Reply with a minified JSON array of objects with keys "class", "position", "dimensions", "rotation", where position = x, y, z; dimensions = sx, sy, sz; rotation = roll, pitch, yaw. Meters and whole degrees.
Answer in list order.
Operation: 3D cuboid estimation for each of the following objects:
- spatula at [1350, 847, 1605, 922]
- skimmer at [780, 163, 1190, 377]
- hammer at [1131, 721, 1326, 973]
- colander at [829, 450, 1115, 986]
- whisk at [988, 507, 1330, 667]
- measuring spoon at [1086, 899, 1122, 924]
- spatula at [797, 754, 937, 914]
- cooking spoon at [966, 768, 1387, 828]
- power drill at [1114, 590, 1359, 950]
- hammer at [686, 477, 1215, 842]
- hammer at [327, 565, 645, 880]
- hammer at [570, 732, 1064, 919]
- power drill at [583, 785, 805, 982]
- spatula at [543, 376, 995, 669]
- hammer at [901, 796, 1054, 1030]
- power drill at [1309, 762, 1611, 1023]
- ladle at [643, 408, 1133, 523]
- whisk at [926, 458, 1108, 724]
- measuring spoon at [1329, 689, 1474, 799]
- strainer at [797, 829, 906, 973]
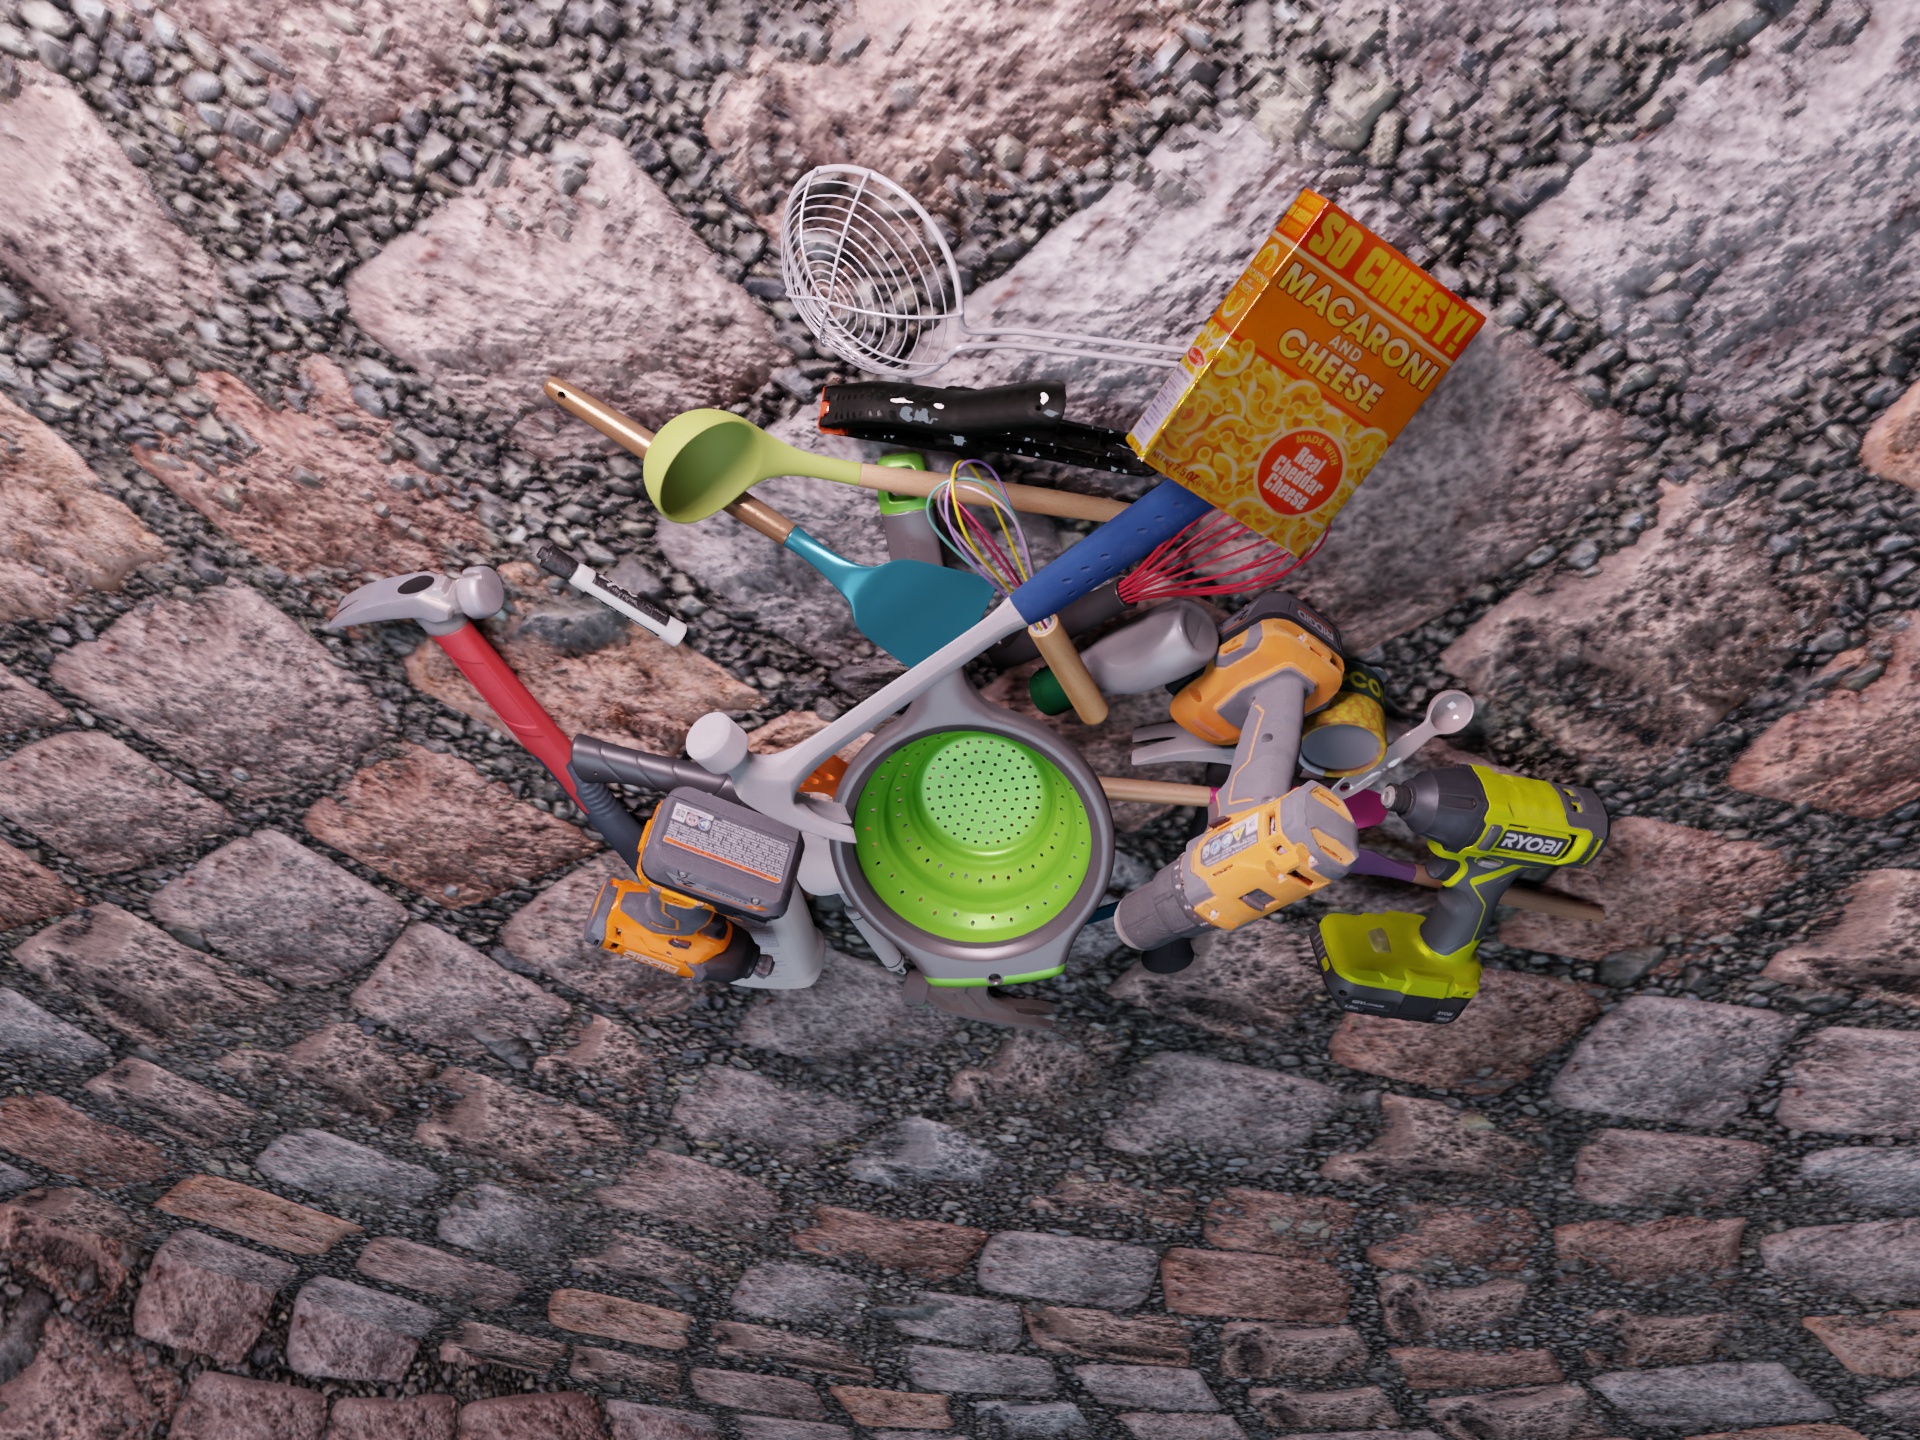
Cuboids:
[{"class":"spatula","position":[0.386,0.129,1.287],"dimensions":[0.315,0.018,0.059],"rotation":[13,156,-15]},{"class":"skimmer","position":[0.077,-0.238,0.920],"dimensions":[0.363,0.090,0.127],"rotation":[5,146,-11]},{"class":"hammer","position":[0.191,0.114,1.316],"dimensions":[0.146,0.035,0.334],"rotation":[8,141,0]},{"class":"colander","position":[-0.002,-0.004,1.135],"dimensions":[0.204,0.094,0.396],"rotation":[-7,111,10]},{"class":"whisk","position":[0.126,-0.093,1.063],"dimensions":[0.073,0.073,0.296],"rotation":[37,138,-29]},{"class":"measuring spoon","position":[0.099,0.166,1.376],"dimensions":[0.128,0.021,0.042],"rotation":[-13,143,-24]},{"class":"spatula","position":[-0.058,0.112,1.244],"dimensions":[0.081,0.041,0.322],"rotation":[-14,134,25]},{"class":"cooking spoon","position":[0.163,0.055,1.206],"dimensions":[0.319,0.017,0.068],"rotation":[4,146,3]},{"class":"power drill","position":[0.181,0.043,1.080],"dimensions":[0.084,0.226,0.185],"rotation":[31,136,-25]},{"class":"hammer","position":[0.030,-0.059,0.990],"dimensions":[0.405,0.035,0.143],"rotation":[-34,136,11]},{"class":"hammer","position":[-0.349,0.024,1.306],"dimensions":[0.143,0.038,0.385],"rotation":[-7,138,20]},{"class":"hammer","position":[-0.108,0.073,1.267],"dimensions":[0.409,0.036,0.149],"rotation":[14,140,-4]},{"class":"power drill","position":[-0.205,0.149,1.297],"dimensions":[0.164,0.084,0.226],"rotation":[22,146,-14]},{"class":"spatula","position":[-0.131,-0.135,1.035],"dimensions":[0.317,0.044,0.082],"rotation":[32,111,-1]},{"class":"hammer","position":[0.042,0.171,1.410],"dimensions":[0.149,0.037,0.358],"rotation":[11,141,-2]},{"class":"power drill","position":[0.365,0.129,1.219],"dimensions":[0.171,0.080,0.223],"rotation":[9,129,-14]},{"class":"ladle","position":[-0.037,-0.143,1.001],"dimensions":[0.320,0.062,0.078],"rotation":[6,137,-14]},{"class":"whisk","position":[0.044,-0.074,1.035],"dimensions":[0.051,0.047,0.244],"rotation":[-30,133,5]},{"class":"measuring spoon","position":[0.317,0.018,1.159],"dimensions":[0.124,0.018,0.034],"rotation":[-38,119,13]},{"class":"strainer","position":[-0.097,0.167,1.431],"dimensions":[0.087,0.050,0.258],"rotation":[6,146,28]}]
